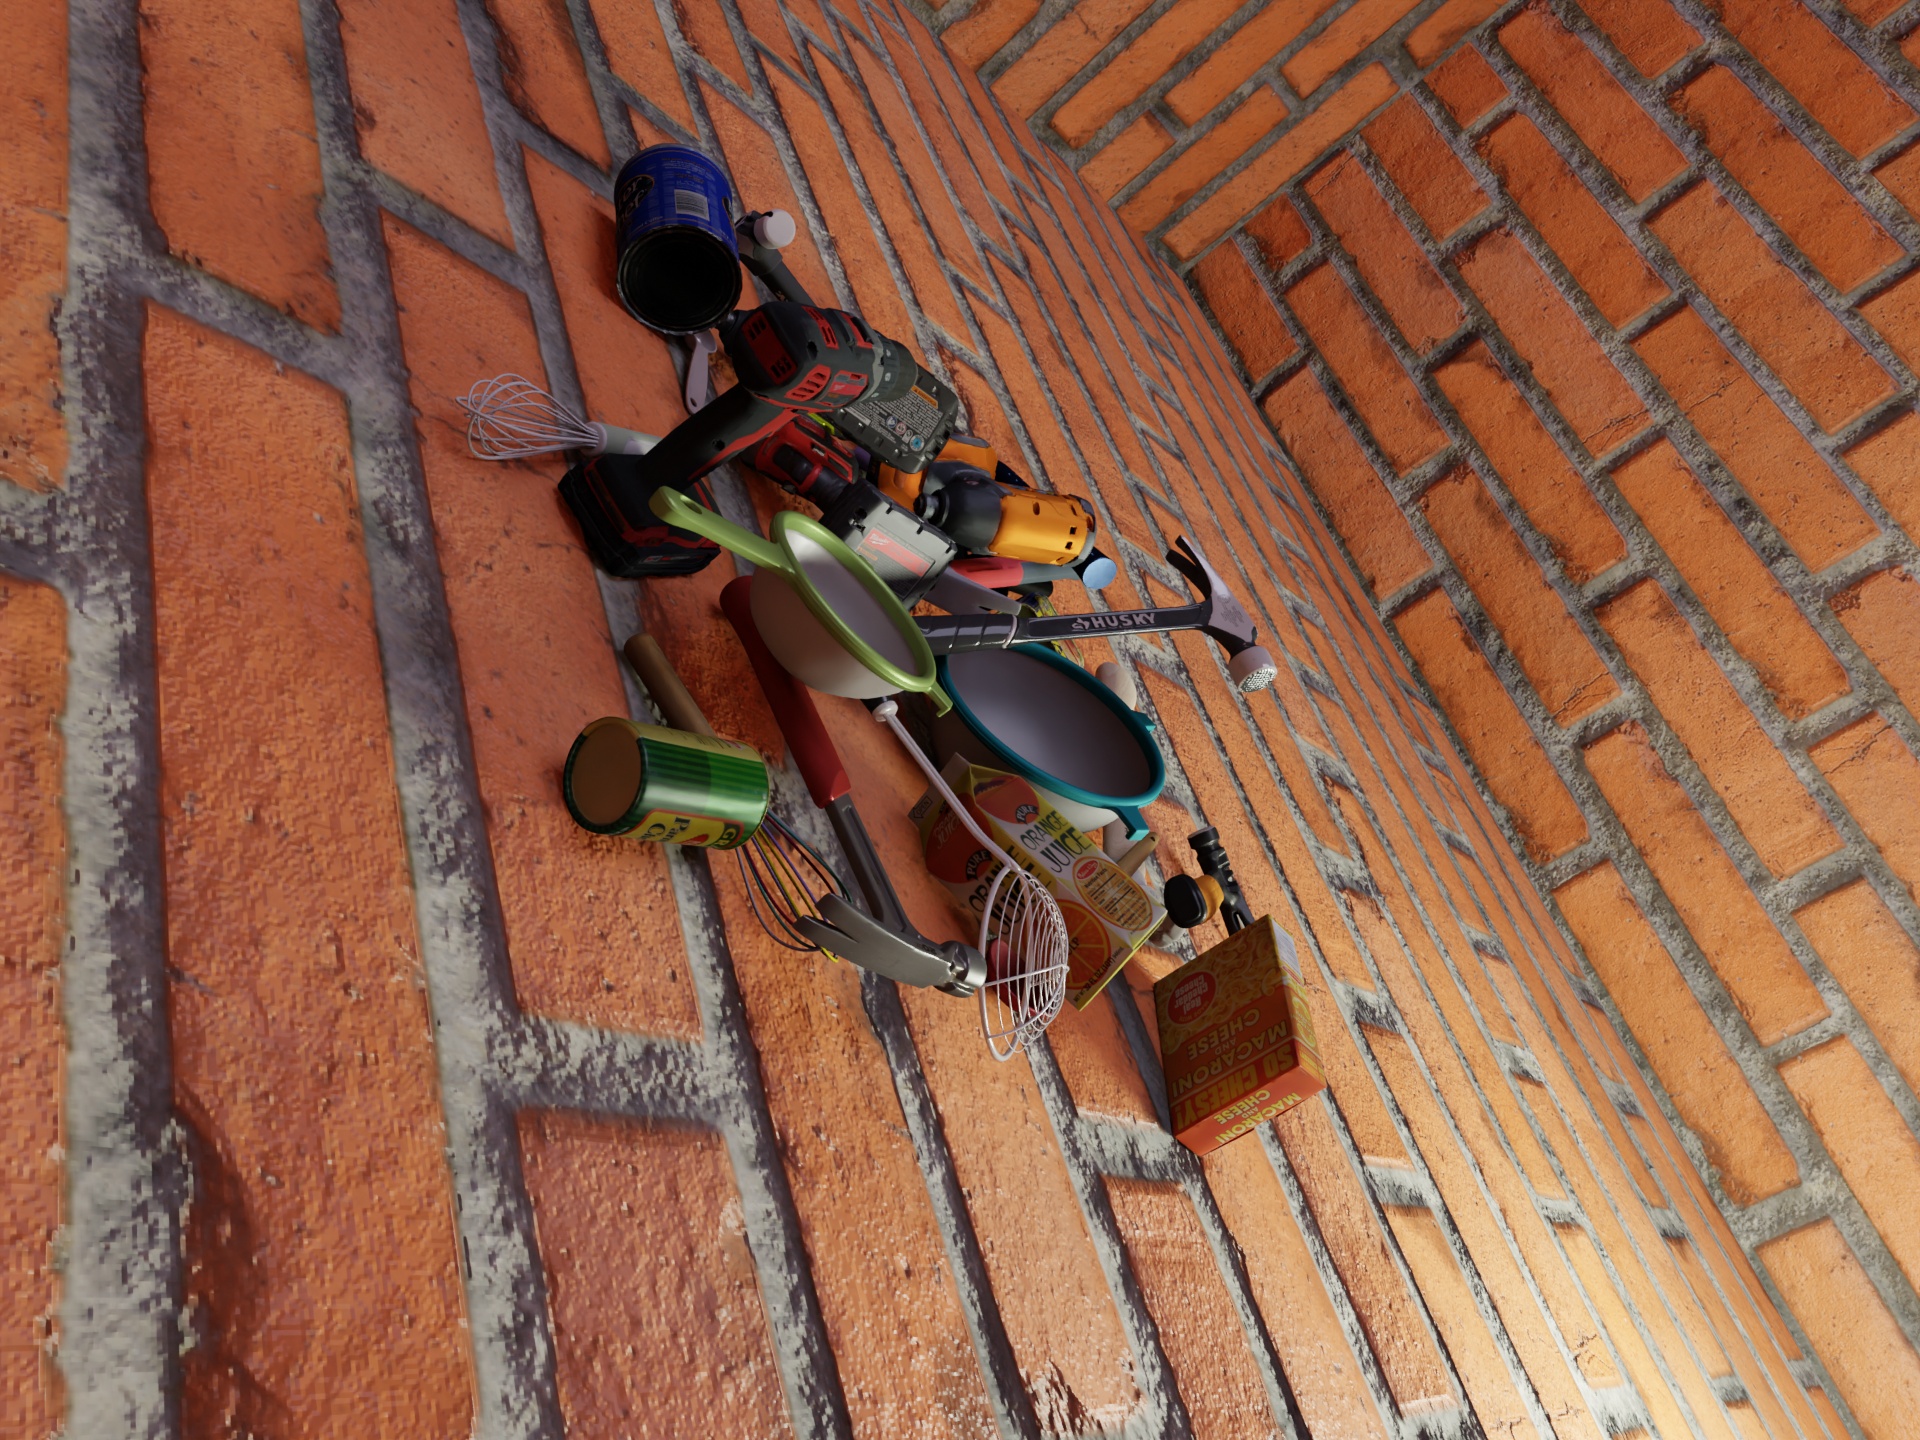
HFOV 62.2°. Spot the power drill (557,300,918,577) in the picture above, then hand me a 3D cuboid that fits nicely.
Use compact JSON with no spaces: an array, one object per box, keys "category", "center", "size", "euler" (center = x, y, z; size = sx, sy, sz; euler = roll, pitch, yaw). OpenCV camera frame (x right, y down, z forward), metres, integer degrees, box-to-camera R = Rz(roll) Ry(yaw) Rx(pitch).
[{"category":"power drill","center":[-0.139,-0.193,1.078],"size":[0.080,0.226,0.188],"euler":[57,24,8]}]

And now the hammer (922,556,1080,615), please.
[{"category":"hammer","center":[0.059,-0.132,1.471],"size":[0.143,0.038,0.386],"euler":[27,17,19]}]

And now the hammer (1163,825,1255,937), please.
[{"category":"hammer","center":[0.221,0.160,1.407],"size":[0.127,0.034,0.336],"euler":[68,12,8]}]

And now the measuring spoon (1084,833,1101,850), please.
[{"category":"measuring spoon","center":[0.130,0.139,1.412],"size":[0.117,0.011,0.021],"euler":[56,23,13]}]

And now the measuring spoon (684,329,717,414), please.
[{"category":"measuring spoon","center":[-0.225,-0.293,1.334],"size":[0.034,0.018,0.124],"euler":[42,32,-38]}]

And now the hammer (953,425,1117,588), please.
[{"category":"hammer","center":[0.023,-0.260,1.589],"size":[0.144,0.035,0.406],"euler":[25,20,-49]}]

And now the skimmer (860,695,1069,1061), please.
[{"category":"skimmer","center":[-0.040,0.058,1.093],"size":[0.363,0.090,0.127],"euler":[54,9,17]}]

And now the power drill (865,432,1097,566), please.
[{"category":"power drill","center":[-0.002,-0.201,1.409],"size":[0.164,0.084,0.227],"euler":[5,19,-31]}]

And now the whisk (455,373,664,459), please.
[{"category":"whisk","center":[-0.257,-0.194,1.092],"size":[0.059,0.058,0.246],"euler":[28,12,19]}]

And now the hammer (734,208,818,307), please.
[{"category":"hammer","center":[-0.108,-0.335,1.502],"size":[0.334,0.035,0.146],"euler":[48,-20,-29]}]

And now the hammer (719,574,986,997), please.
[{"category":"hammer","center":[-0.098,0.021,1.018],"size":[0.149,0.036,0.359],"euler":[33,20,-45]}]

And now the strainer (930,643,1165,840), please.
[{"category":"strainer","center":[-0.002,-0.004,1.280],"size":[0.340,0.095,0.211],"euler":[28,28,-6]}]

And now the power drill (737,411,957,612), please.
[{"category":"power drill","center":[-0.109,-0.183,1.266],"size":[0.143,0.078,0.220],"euler":[29,15,-47]}]

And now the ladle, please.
[{"category":"ladle","center":[0.097,0.149,1.246],"size":[0.069,0.031,0.315],"euler":[48,33,5]}]

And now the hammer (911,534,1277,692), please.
[{"category":"hammer","center":[0.054,-0.076,1.249],"size":[0.408,0.036,0.149],"euler":[-5,57,-27]}]

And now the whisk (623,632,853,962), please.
[{"category":"whisk","center":[-0.140,0.045,0.985],"size":[0.245,0.051,0.047],"euler":[56,29,12]}]

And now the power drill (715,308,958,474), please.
[{"category":"power drill","center":[-0.113,-0.288,1.347],"size":[0.171,0.080,0.223],"euler":[31,1,-34]}]

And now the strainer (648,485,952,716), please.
[{"category":"strainer","center":[-0.118,-0.075,1.005],"size":[0.256,0.069,0.152],"euler":[26,28,-52]}]

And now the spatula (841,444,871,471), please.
[{"category":"spatula","center":[-0.118,-0.249,1.464],"size":[0.060,0.018,0.315],"euler":[56,22,17]}]

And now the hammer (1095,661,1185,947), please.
[{"category":"hammer","center":[0.141,0.046,1.513],"size":[0.146,0.038,0.411],"euler":[41,24,-18]}]
